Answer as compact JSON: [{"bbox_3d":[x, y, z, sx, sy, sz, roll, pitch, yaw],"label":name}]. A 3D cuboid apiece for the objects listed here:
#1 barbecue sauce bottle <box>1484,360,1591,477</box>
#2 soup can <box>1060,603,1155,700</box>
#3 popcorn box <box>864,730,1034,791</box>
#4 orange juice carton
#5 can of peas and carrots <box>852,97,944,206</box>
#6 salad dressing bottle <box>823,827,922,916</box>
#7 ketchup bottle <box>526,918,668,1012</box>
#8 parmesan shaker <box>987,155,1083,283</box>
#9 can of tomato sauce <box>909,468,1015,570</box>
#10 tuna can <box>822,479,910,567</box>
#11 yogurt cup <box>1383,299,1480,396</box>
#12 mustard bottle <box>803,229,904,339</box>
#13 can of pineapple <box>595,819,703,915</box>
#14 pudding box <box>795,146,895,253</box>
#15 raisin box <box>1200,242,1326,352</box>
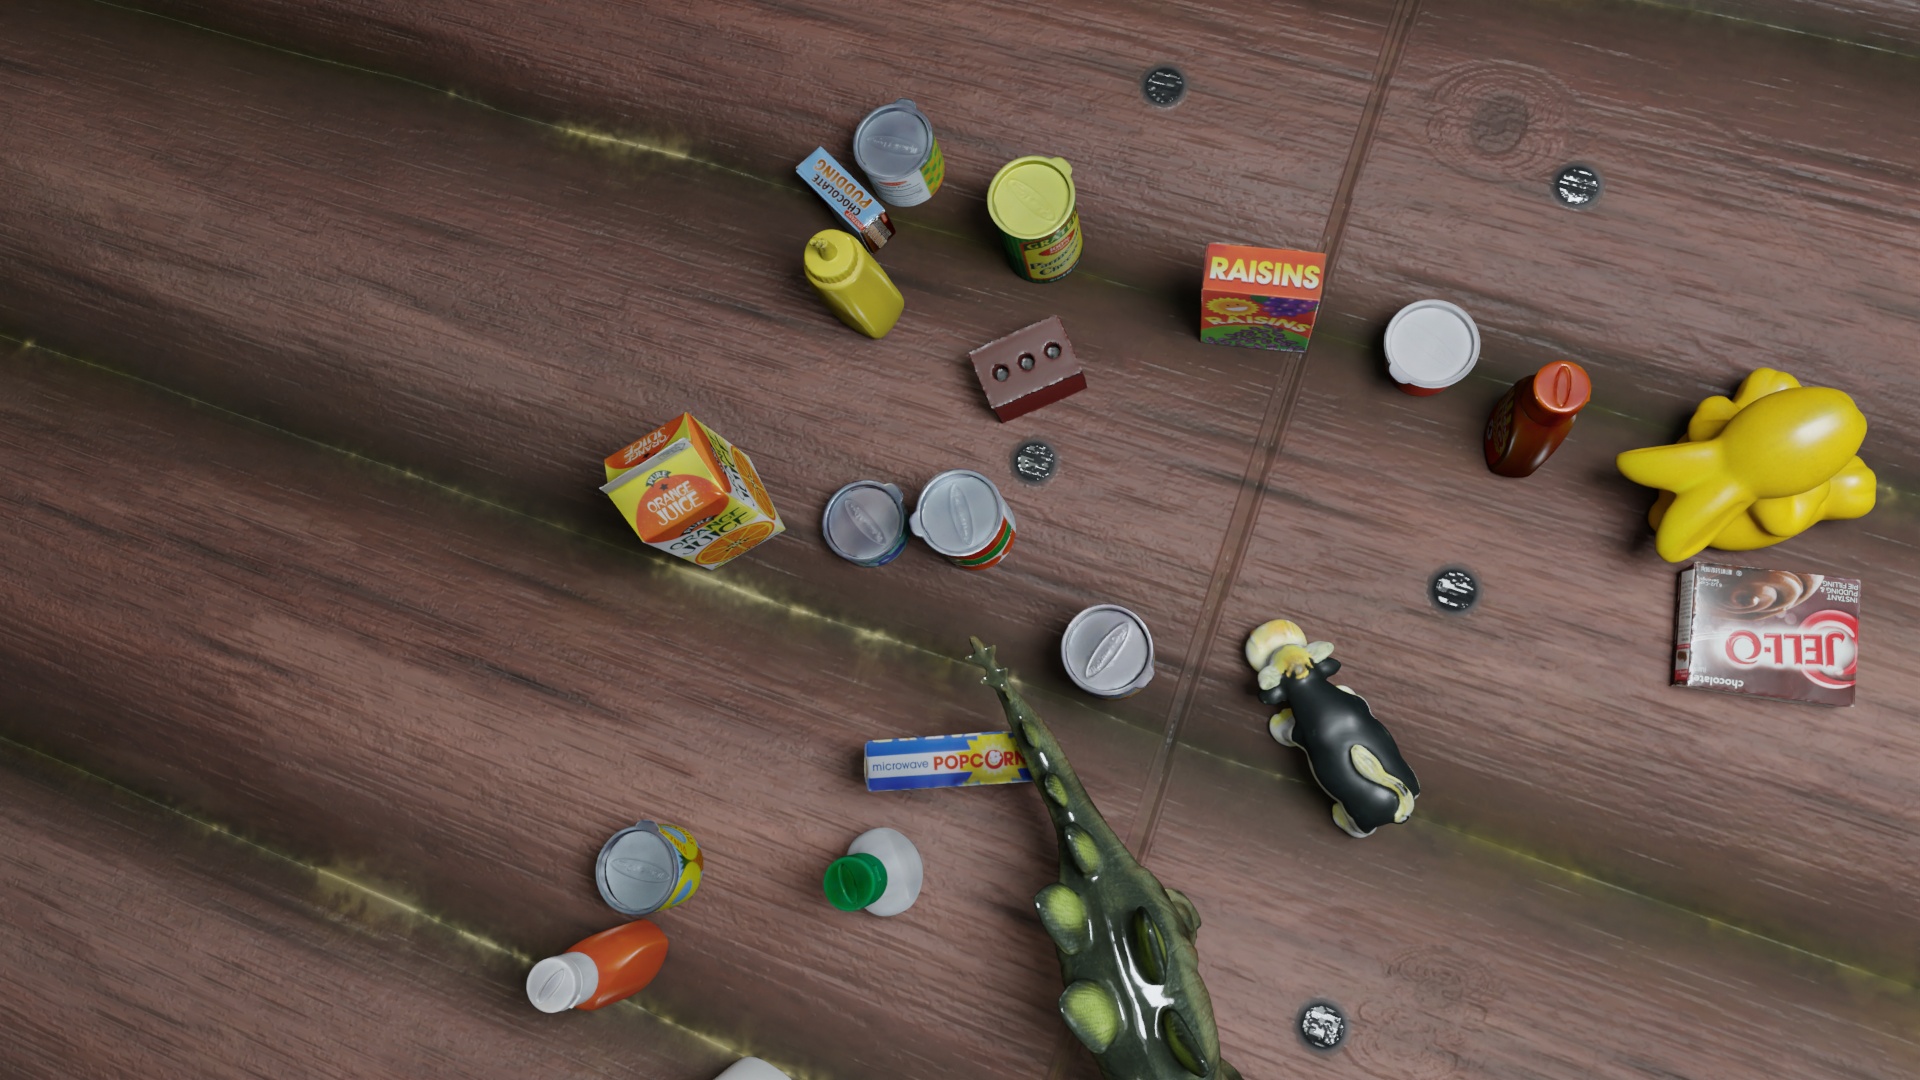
[{"bbox_3d":[0.407,-0.089,0.980,0.044,0.148,0.065,9,82,11],"label":"barbecue sauce bottle"},{"bbox_3d":[0.113,0.086,1.030,0.071,0.083,0.071,-2,80,9],"label":"soup can"},{"bbox_3d":[-0.001,0.164,1.034,0.127,0.085,0.038,-5,80,8],"label":"popcorn box"},{"bbox_3d":[-0.204,-0.037,1.049,0.072,0.192,0.073,-29,77,4],"label":"orange juice carton"},{"bbox_3d":[-0.049,-0.318,1.143,0.071,0.058,0.071,-2,80,9],"label":"can of peas and carrots"},{"bbox_3d":[-0.063,0.240,0.999,0.044,0.147,0.064,-21,78,5],"label":"salad dressing bottle"},{"bbox_3d":[-0.266,0.316,1.018,0.043,0.148,0.065,37,88,13],"label":"ketchup bottle"},{"bbox_3d":[0.063,-0.251,1.089,0.071,0.103,0.071,-2,80,9],"label":"parmesan shaker"},{"bbox_3d":[0.004,-0.013,1.067,0.071,0.083,0.071,-2,80,9],"label":"can of tomato sauce"},{"bbox_3d":[-0.072,-0.015,1.105,0.071,0.033,0.071,-2,80,9],"label":"tuna can"},{"bbox_3d":[0.352,-0.142,1.048,0.072,0.054,0.072,-2,80,9],"label":"yogurt cup"},{"bbox_3d":[-0.088,-0.204,1.076,0.065,0.160,0.049,34,88,13],"label":"mustard bottle"},{"bbox_3d":[-0.238,0.251,1.071,0.071,0.058,0.071,-2,80,9],"label":"can of pineapple"},{"bbox_3d":[-0.095,-0.281,1.148,0.030,0.049,0.084,-44,76,0],"label":"pudding box"},{"bbox_3d":[0.224,-0.181,1.040,0.086,0.123,0.040,8,82,11],"label":"raisin box"}]
